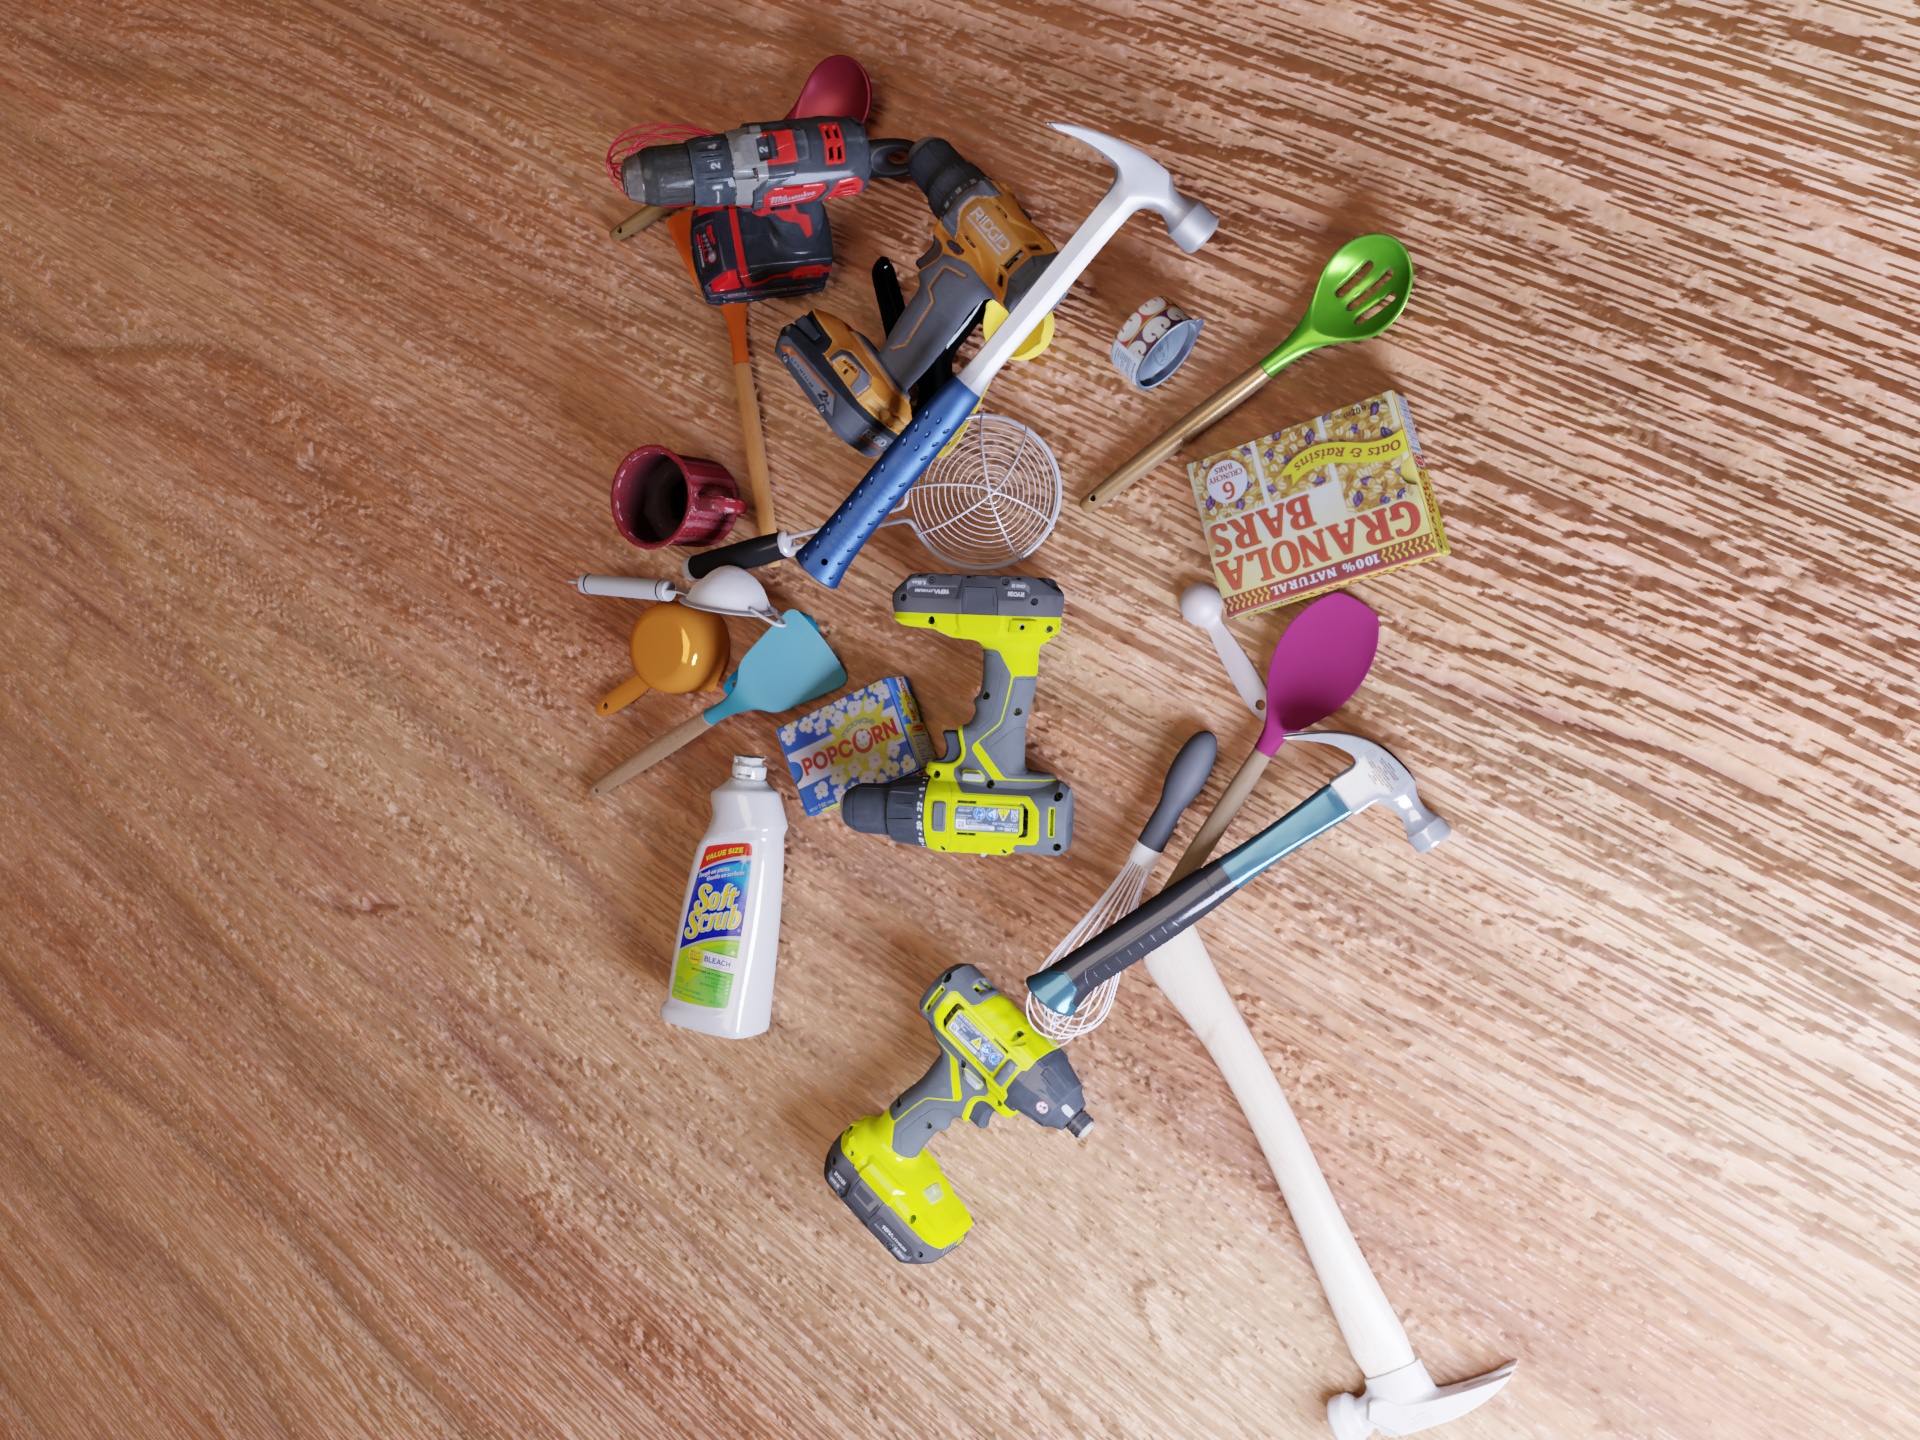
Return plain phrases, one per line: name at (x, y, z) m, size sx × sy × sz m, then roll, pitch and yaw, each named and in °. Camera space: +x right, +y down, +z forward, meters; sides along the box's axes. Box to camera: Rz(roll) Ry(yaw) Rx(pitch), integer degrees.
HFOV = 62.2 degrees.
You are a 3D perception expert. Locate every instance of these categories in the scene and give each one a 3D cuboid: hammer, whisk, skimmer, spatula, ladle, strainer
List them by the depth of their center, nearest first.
hammer at (0.192, 0.124, 1.197) m, size 0.331 × 0.033 × 0.128 m, roll -36°, pitch 84°, yaw 14°
hammer at (0.261, 0.335, 1.211) m, size 0.146 × 0.038 × 0.411 m, roll -32°, pitch 77°, yaw 25°
hammer at (0.008, -0.268, 1.217) m, size 0.144 × 0.035 × 0.405 m, roll 38°, pitch 106°, yaw -14°
whisk at (0.133, 0.135, 1.262) m, size 0.070 × 0.070 × 0.284 m, roll 31°, pitch 102°, yaw 24°
skimmer at (-0.086, -0.169, 1.369) m, size 0.363 × 0.090 × 0.127 m, roll -9°, pitch 102°, yaw 36°
whisk at (-0.173, -0.483, 1.377) m, size 0.296 × 0.073 × 0.073 m, roll 3°, pitch 94°, yaw 15°
spatula at (-0.196, -0.298, 1.428) m, size 0.081 × 0.041 × 0.322 m, roll -9°, pitch 90°, yaw 7°
strainer at (-0.260, -0.118, 1.428) m, size 0.258 × 0.087 × 0.050 m, roll 7°, pitch 100°, yaw 32°
ladle at (-0.201, -0.502, 1.429) m, size 0.315 × 0.031 × 0.069 m, roll -19°, pitch 93°, yaw 30°
spatula at (-0.242, 0.003, 1.474) m, size 0.317 × 0.044 × 0.082 m, roll -29°, pitch 105°, yaw 34°

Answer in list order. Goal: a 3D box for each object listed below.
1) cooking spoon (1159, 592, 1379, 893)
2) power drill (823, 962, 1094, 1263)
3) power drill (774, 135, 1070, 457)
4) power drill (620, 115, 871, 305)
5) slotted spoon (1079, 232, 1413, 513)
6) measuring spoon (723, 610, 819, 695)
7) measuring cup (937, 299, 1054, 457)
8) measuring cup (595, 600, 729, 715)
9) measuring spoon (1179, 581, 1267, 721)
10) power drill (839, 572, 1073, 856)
cooking spoon at (0.216, 0.046, 1.214) m, size 0.069 × 0.017 × 0.319 m, roll 34°, pitch 101°, yaw 15°
power drill at (-0.002, 0.339, 1.329) m, size 0.171 × 0.080 × 0.223 m, roll 43°, pitch 112°, yaw 20°
power drill at (-0.042, -0.348, 1.285) m, size 0.226 × 0.084 × 0.185 m, roll -40°, pitch 68°, yaw 13°
power drill at (-0.177, -0.412, 1.284) m, size 0.188 × 0.226 × 0.080 m, roll -10°, pitch 87°, yaw -12°
slotted spoon at (0.211, -0.254, 1.214) m, size 0.313 × 0.031 × 0.070 m, roll -36°, pitch 76°, yaw 27°
measuring spoon at (-0.172, -0.060, 1.444) m, size 0.128 × 0.021 × 0.042 m, roll -35°, pitch 101°, yaw 35°
measuring cup at (0.025, -0.284, 1.316) m, size 0.062 × 0.029 × 0.156 m, roll 41°, pitch 113°, yaw 21°
measuring cup at (-0.296, -0.048, 1.489) m, size 0.173 × 0.052 × 0.095 m, roll -32°, pitch 78°, yaw 25°
measuring spoon at (0.207, -0.052, 1.231) m, size 0.034 × 0.018 × 0.124 m, roll -35°, pitch 77°, yaw 26°
power drill at (-0.002, -0.004, 1.297) m, size 0.190 × 0.080 × 0.228 m, roll 3°, pitch 94°, yaw 12°
